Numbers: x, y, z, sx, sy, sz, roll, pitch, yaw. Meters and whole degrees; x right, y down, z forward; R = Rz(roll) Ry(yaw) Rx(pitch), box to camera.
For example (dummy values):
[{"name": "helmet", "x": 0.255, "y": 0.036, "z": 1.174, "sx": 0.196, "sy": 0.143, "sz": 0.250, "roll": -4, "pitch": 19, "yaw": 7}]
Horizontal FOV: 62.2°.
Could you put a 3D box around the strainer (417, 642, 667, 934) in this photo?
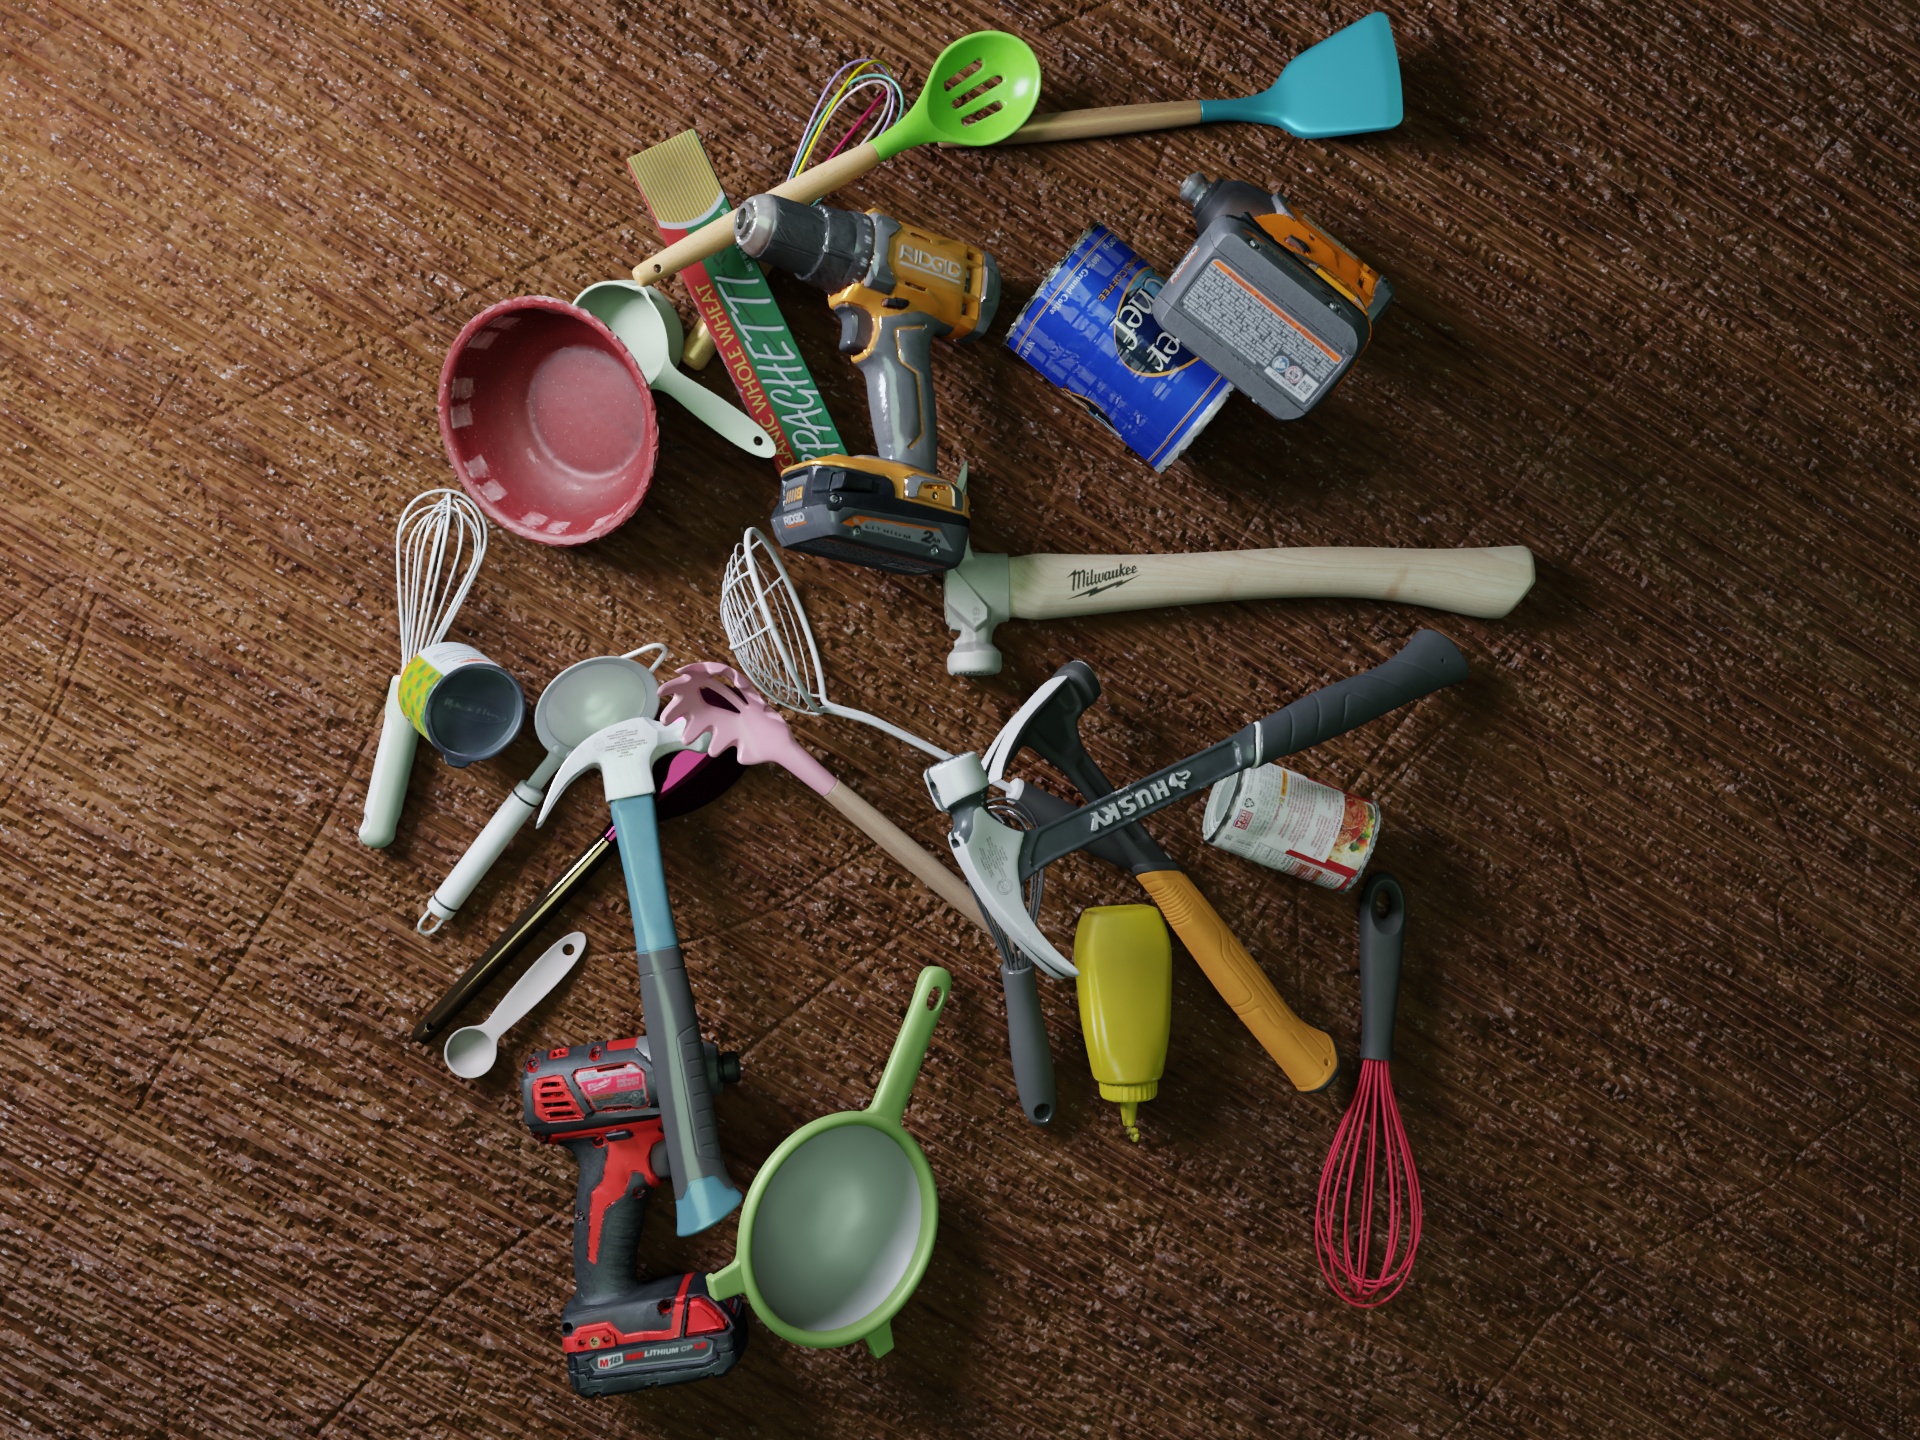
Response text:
[{"name": "strainer", "x": -0.288, "y": 0.041, "z": 1.071, "sx": 0.258, "sy": 0.050, "sz": 0.086, "roll": -52, "pitch": 137, "yaw": 3}]

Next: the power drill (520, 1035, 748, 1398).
[{"name": "power drill", "x": -0.206, "y": 0.320, "z": 1.057, "sx": 0.143, "sy": 0.078, "sz": 0.220, "roll": -8, "pitch": 87, "yaw": -4}]

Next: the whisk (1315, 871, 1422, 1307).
[{"name": "whisk", "x": 0.286, "y": 0.253, "z": 1.098, "sx": 0.073, "sy": 0.073, "sz": 0.296, "roll": 5, "pitch": 83, "yaw": -3}]

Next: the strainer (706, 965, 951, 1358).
[{"name": "strainer", "x": -0.074, "y": 0.283, "z": 1.070, "sx": 0.151, "sy": 0.069, "sz": 0.256, "roll": 33, "pitch": 70, "yaw": -31}]

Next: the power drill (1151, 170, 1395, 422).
[{"name": "power drill", "x": 0.194, "y": -0.285, "z": 1.024, "sx": 0.164, "sy": 0.226, "sz": 0.084, "roll": 38, "pitch": 121, "yaw": -2}]

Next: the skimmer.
[{"name": "skimmer", "x": -0.002, "y": -0.003, "z": 1.063, "sx": 0.363, "sy": 0.127, "sz": 0.090, "roll": 28, "pitch": 106, "yaw": -11}]

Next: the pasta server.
[{"name": "pasta server", "x": -0.068, "y": 0.066, "z": 1.058, "sx": 0.316, "sy": 0.040, "sz": 0.060, "roll": 41, "pitch": 115, "yaw": -14}]

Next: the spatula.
[{"name": "spatula", "x": 0.141, "y": -0.425, "z": 1.100, "sx": 0.317, "sy": 0.044, "sz": 0.082, "roll": -8, "pitch": 87, "yaw": -2}]

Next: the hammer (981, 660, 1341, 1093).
[{"name": "hammer", "x": 0.143, "y": 0.123, "z": 1.061, "sx": 0.336, "sy": 0.034, "sz": 0.127, "roll": 51, "pitch": 50, "yaw": -10}]

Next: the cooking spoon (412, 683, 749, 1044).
[{"name": "cooking spoon", "x": -0.256, "y": 0.100, "z": 1.082, "sx": 0.068, "sy": 0.017, "sz": 0.319, "roll": 44, "pitch": 88, "yaw": -7}]

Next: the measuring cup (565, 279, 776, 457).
[{"name": "measuring cup", "x": -0.186, "y": -0.231, "z": 1.067, "sx": 0.167, "sy": 0.038, "sz": 0.083, "roll": 36, "pitch": 116, "yaw": 1}]

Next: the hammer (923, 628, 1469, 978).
[{"name": "hammer", "x": 0.177, "y": 0.028, "z": 1.026, "sx": 0.409, "sy": 0.036, "sz": 0.149, "roll": -22, "pitch": 87, "yaw": -26}]

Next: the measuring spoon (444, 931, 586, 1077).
[{"name": "measuring spoon", "x": -0.300, "y": 0.191, "z": 1.084, "sx": 0.034, "sy": 0.018, "sz": 0.124, "roll": 44, "pitch": 80, "yaw": -2}]

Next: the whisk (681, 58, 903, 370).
[{"name": "whisk", "x": -0.116, "y": -0.343, "z": 1.088, "sx": 0.051, "sy": 0.047, "sz": 0.245, "roll": 34, "pitch": 92, "yaw": -4}]

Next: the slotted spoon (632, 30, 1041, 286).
[{"name": "slotted spoon", "x": -0.080, "y": -0.364, "z": 1.047, "sx": 0.314, "sy": 0.031, "sz": 0.070, "roll": -34, "pitch": 110, "yaw": -15}]

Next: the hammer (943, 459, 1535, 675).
[{"name": "hammer", "x": 0.193, "y": -0.110, "z": 1.104, "sx": 0.410, "sy": 0.038, "sz": 0.146, "roll": -2, "pitch": 88, "yaw": -4}]

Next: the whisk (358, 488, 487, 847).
[{"name": "whisk", "x": -0.367, "y": -0.034, "z": 1.065, "sx": 0.059, "sy": 0.058, "sz": 0.246, "roll": 12, "pitch": 93, "yaw": -34}]

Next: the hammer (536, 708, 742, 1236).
[{"name": "hammer", "x": -0.191, "y": 0.162, "z": 1.029, "sx": 0.128, "sy": 0.033, "sz": 0.331, "roll": -10, "pitch": 83, "yaw": -17}]

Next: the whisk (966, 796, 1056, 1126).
[{"name": "whisk", "x": 0.041, "y": 0.166, "z": 1.071, "sx": 0.055, "sy": 0.055, "sz": 0.239, "roll": -9, "pitch": 105, "yaw": -4}]

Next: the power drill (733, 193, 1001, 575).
[{"name": "power drill", "x": -0.068, "y": -0.221, "z": 1.031, "sx": 0.185, "sy": 0.084, "sz": 0.226, "roll": 10, "pitch": 82, "yaw": -34}]
